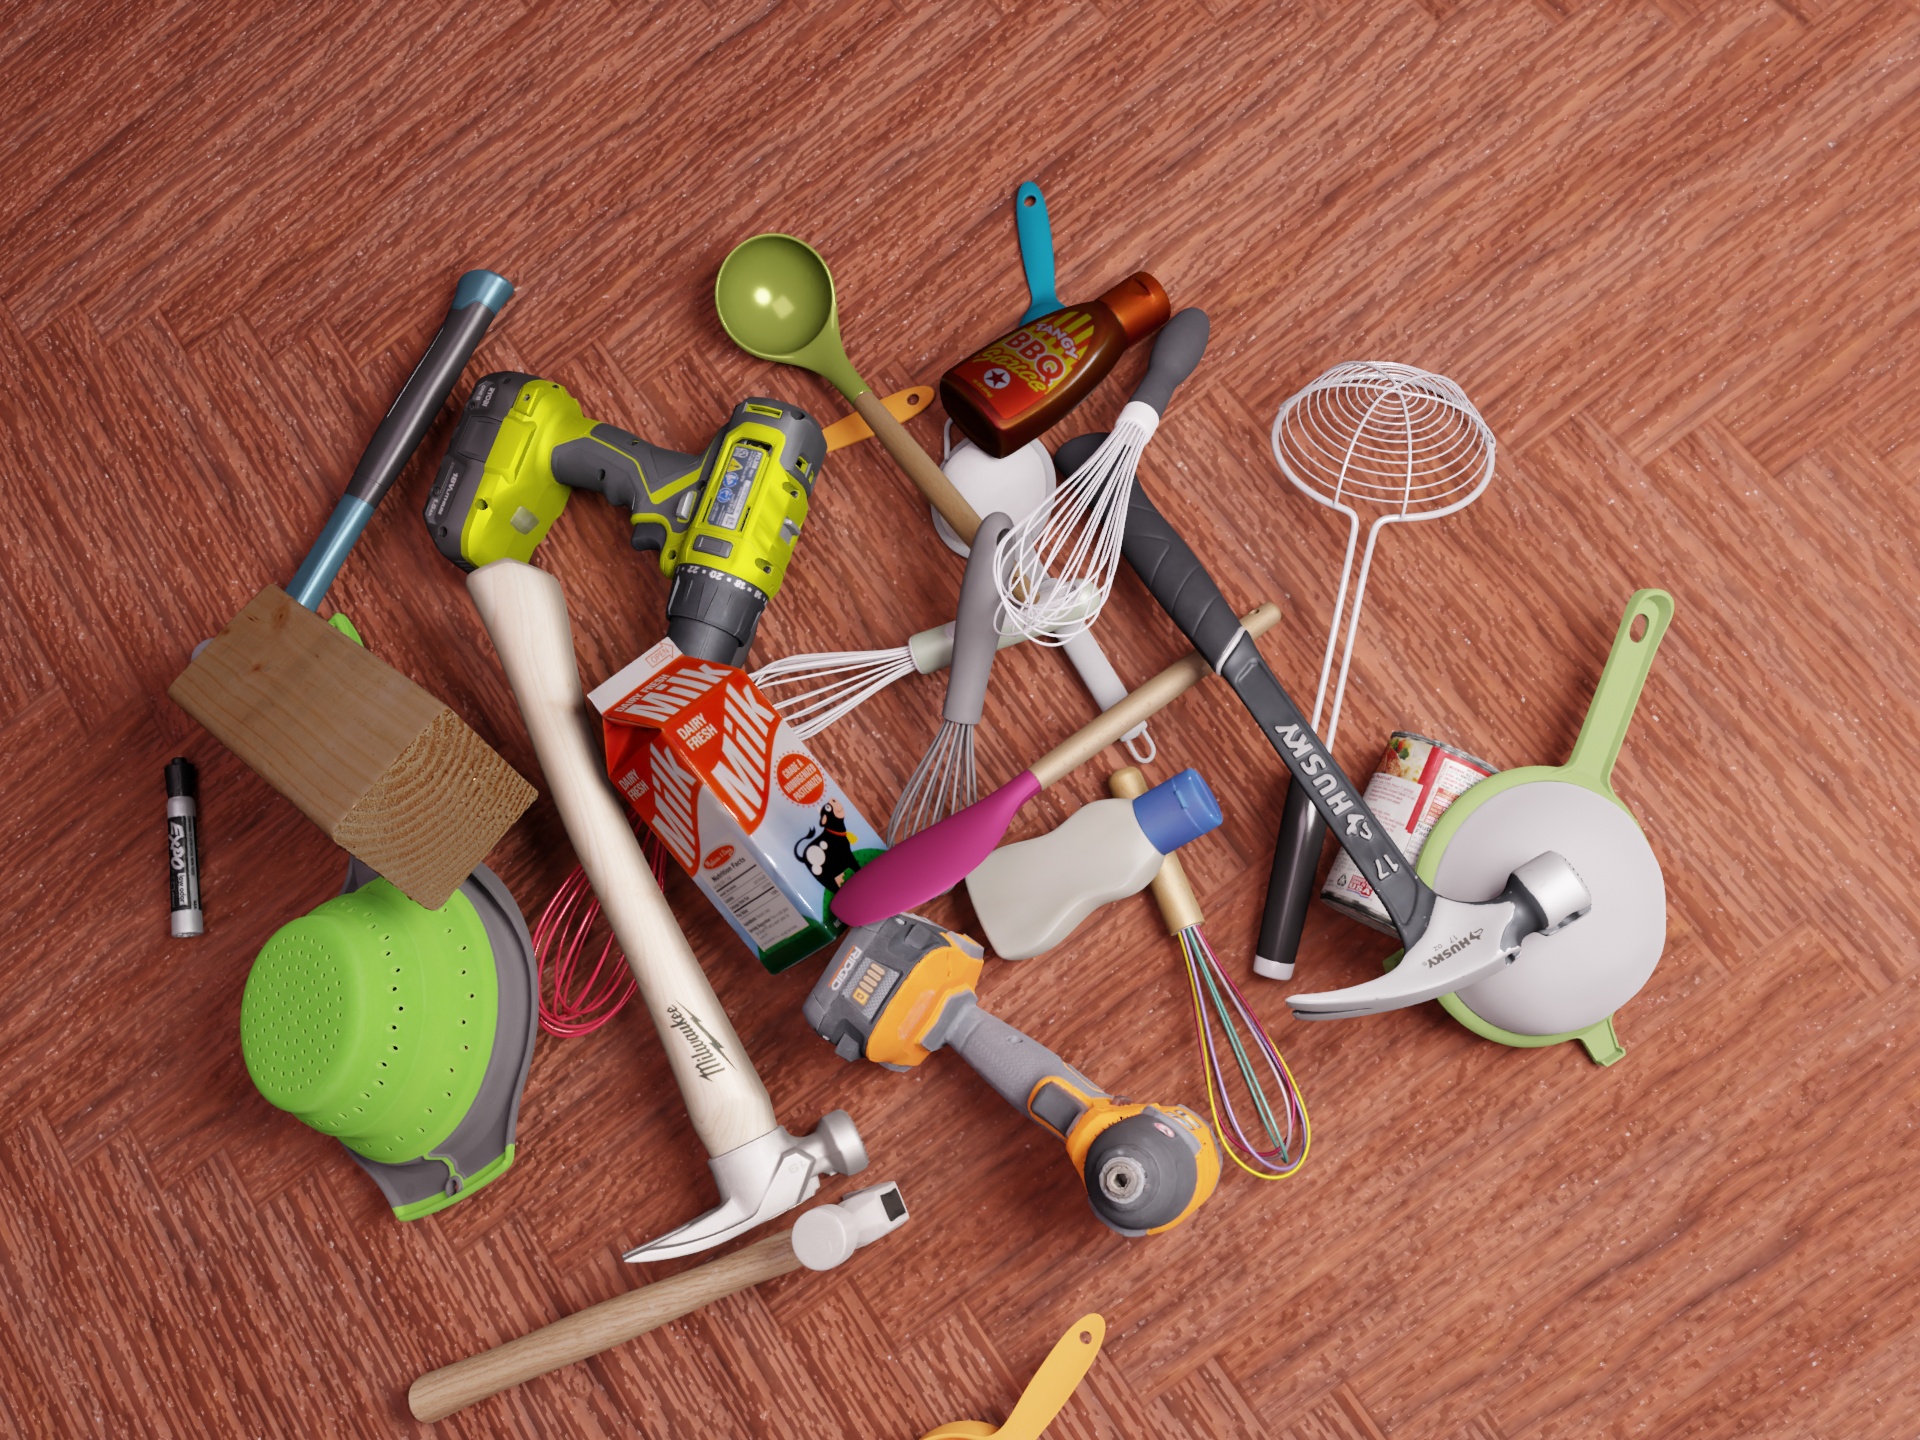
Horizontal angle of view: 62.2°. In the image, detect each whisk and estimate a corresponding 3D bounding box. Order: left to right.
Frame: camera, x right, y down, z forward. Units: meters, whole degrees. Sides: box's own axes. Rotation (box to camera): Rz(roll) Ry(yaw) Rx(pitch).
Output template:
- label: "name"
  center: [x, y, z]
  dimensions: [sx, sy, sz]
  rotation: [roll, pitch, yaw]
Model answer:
- label: "whisk"
  center: [-0.190, 0.053, 0.980]
  dimensions: [0.073, 0.073, 0.296]
  rotation: [18, 77, 15]
- label: "whisk"
  center: [-0.033, -0.037, 0.952]
  dimensions: [0.246, 0.059, 0.058]
  rotation: [-18, 48, 15]
- label: "whisk"
  center: [-0.003, -0.003, 0.916]
  dimensions: [0.055, 0.055, 0.239]
  rotation: [15, 104, 15]
- label: "whisk"
  center: [0.090, -0.150, 0.912]
  dimensions: [0.070, 0.070, 0.285]
  rotation: [20, 56, 15]
- label: "whisk"
  center: [0.134, 0.139, 0.898]
  dimensions: [0.047, 0.051, 0.245]
  rotation: [-25, 71, 12]

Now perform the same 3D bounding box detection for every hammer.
- label: "hammer"
  center: [-0.396, -0.159, 1.065]
  dimensions: [0.128, 0.033, 0.331]
  rotation: [19, 78, 40]
- label: "hammer"
  center: [-0.202, 0.100, 0.918]
  dimensions: [0.146, 0.038, 0.411]
  rotation: [-23, 84, -19]
- label: "hammer"
  center: [-0.175, 0.331, 0.899]
  dimensions: [0.331, 0.130, 0.031]
  rotation: [-27, 75, 17]
- label: "hammer"
  center: [0.154, -0.020, 0.868]
  dimensions: [0.149, 0.036, 0.409]
  rotation: [-32, 56, 3]

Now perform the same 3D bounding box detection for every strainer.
- label: "strainer"
  center: [0.049, -0.085, 0.964]
  dimensions: [0.087, 0.050, 0.258]
  rotation: [-35, 76, 20]
- label: "strainer"
  center: [0.333, 0.051, 0.823]
  dimensions: [0.151, 0.069, 0.256]
  rotation: [22, 87, -14]

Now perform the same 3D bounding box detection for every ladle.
- label: "ladle"
  center: [-0.051, -0.184, 0.970]
  dimensions: [0.078, 0.062, 0.320]
  rotation: [-41, 63, 7]

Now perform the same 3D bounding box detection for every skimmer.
- label: "skimmer"
  center: [0.218, -0.033, 0.922]
  dimensions: [0.127, 0.090, 0.363]
  rotation: [12, 91, 11]

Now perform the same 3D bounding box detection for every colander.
- label: "colander"
  center: [-0.379, 0.101, 0.967]
  dimensions: [0.204, 0.094, 0.397]
  rotation: [-31, 66, 25]

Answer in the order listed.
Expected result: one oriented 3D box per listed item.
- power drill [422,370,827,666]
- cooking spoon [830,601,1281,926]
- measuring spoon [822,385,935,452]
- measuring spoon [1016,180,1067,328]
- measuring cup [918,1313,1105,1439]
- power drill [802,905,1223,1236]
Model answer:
- label: "power drill"
  center: [-0.213, -0.121, 0.998]
  dimensions: [0.228, 0.080, 0.191]
  rotation: [15, 78, 17]
- label: "cooking spoon"
  center: [0.061, 0.019, 0.895]
  dimensions: [0.319, 0.069, 0.017]
  rotation: [-34, 117, -18]
- label: "measuring spoon"
  center: [-0.071, -0.190, 1.025]
  dimensions: [0.117, 0.011, 0.021]
  rotation: [-23, 75, 7]
- label: "measuring spoon"
  center: [0.049, -0.289, 1.013]
  dimensions: [0.042, 0.021, 0.129]
  rotation: [-9, 79, 10]
- label: "measuring cup"
  center: [0.028, 0.392, 0.863]
  dimensions: [0.095, 0.052, 0.173]
  rotation: [35, 86, 17]
- label: "power drill"
  center: [0.031, 0.190, 0.847]
  dimensions: [0.227, 0.164, 0.084]
  rotation: [32, 88, 18]
